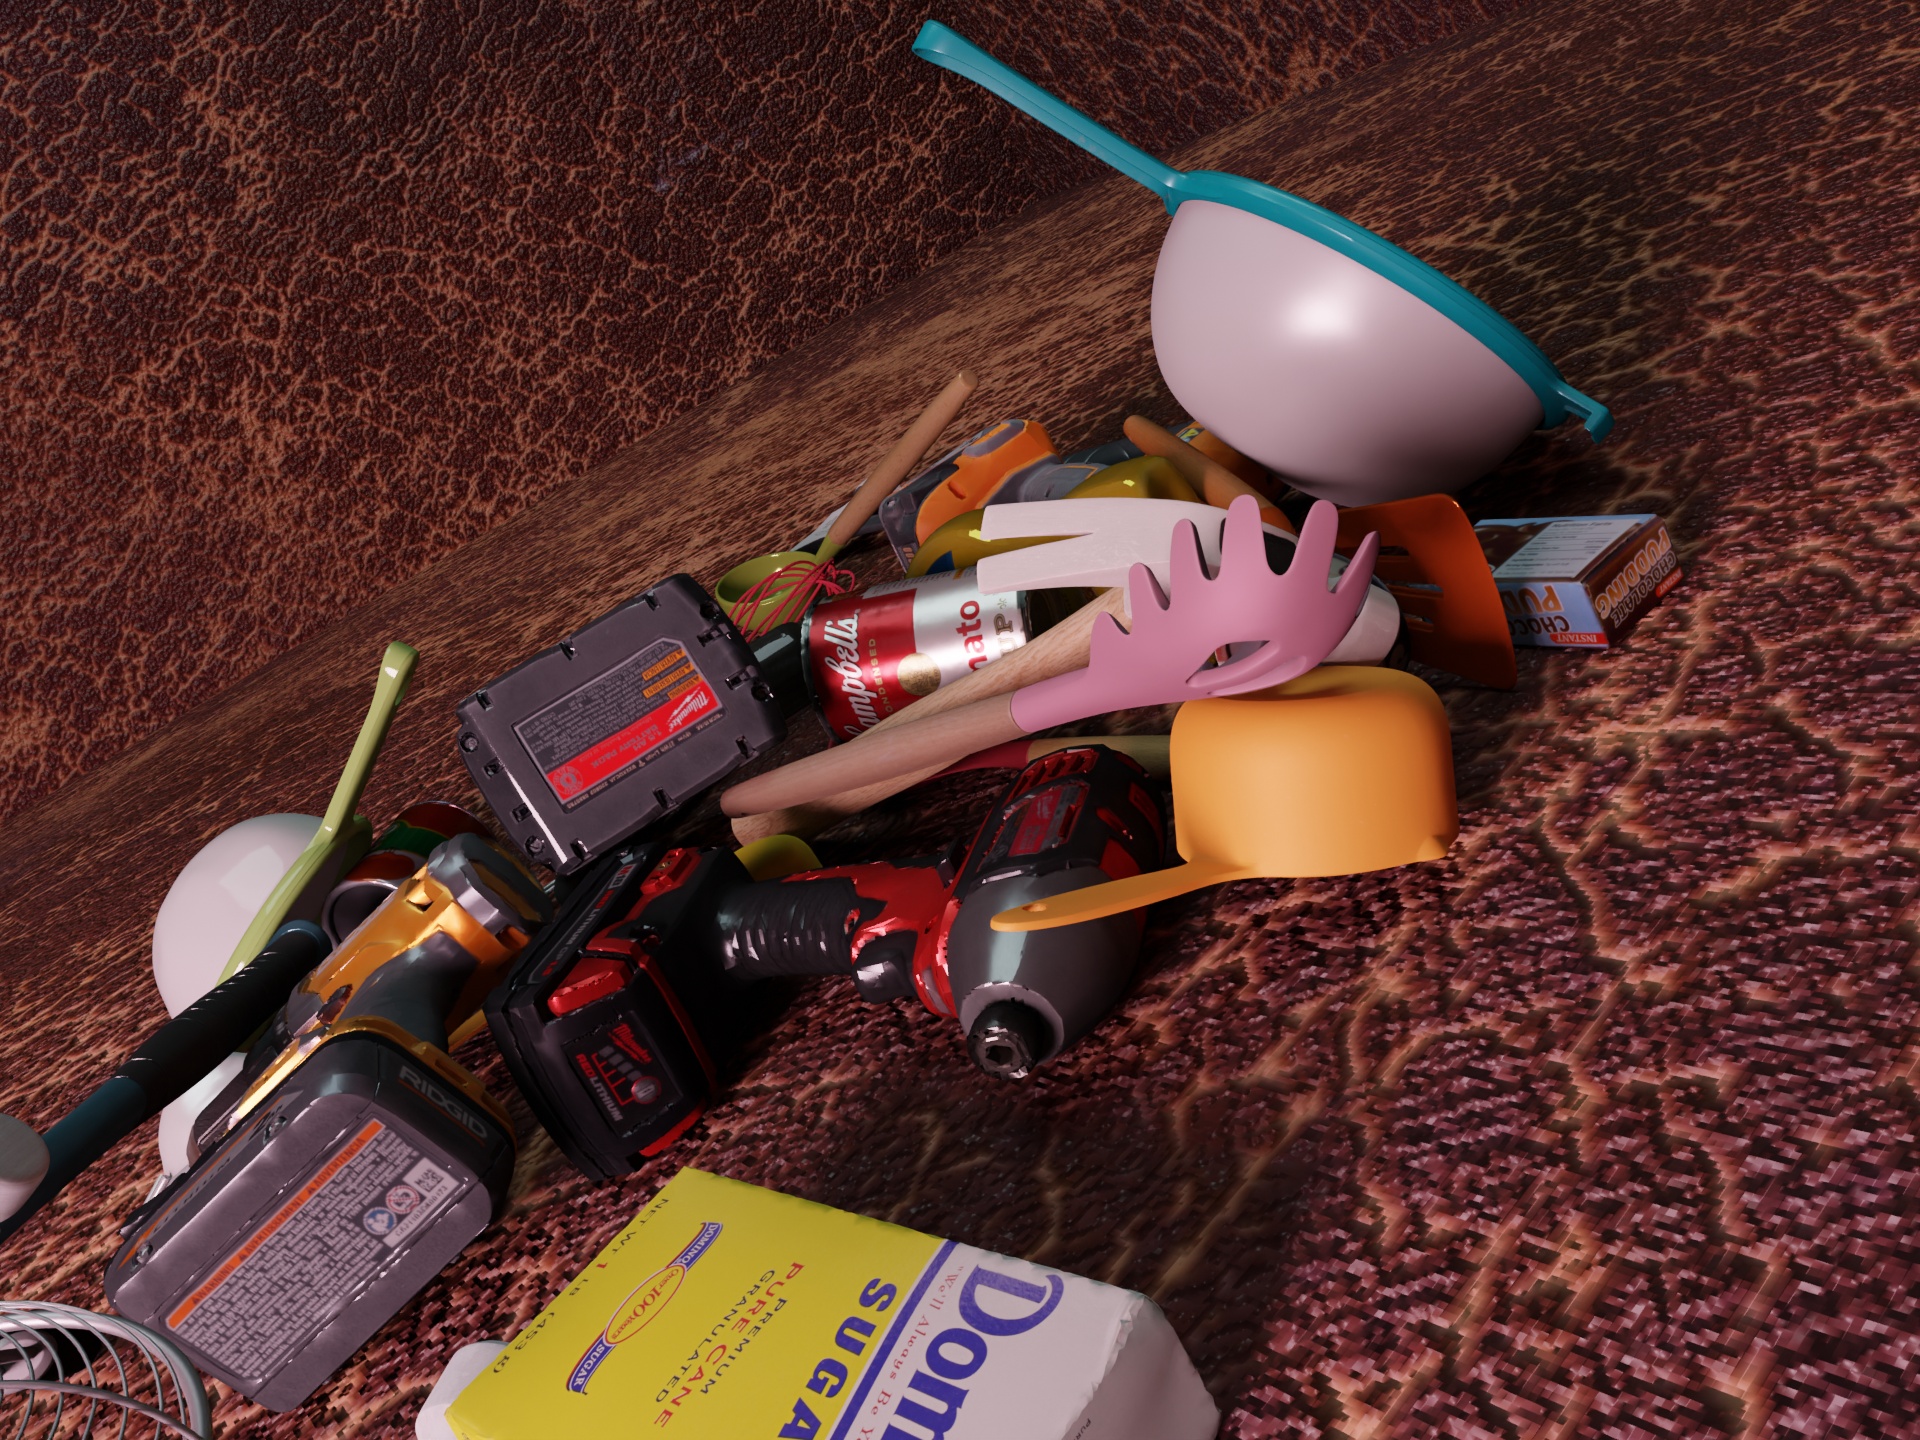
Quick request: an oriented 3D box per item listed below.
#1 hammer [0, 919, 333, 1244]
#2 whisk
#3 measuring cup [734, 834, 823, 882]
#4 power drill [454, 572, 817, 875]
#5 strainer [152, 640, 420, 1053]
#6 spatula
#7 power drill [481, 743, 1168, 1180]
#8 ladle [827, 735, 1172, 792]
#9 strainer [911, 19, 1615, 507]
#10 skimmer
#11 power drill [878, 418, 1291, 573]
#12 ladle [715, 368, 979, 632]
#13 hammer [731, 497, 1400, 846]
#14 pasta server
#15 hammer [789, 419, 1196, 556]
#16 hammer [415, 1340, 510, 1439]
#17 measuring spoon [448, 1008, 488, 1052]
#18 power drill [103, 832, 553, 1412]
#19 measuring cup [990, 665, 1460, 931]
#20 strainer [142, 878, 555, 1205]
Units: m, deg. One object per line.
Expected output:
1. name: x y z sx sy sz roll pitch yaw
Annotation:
1. hammer: -0.315 0.142 0.607 0.128 0.033 0.331 -50 7 7
2. whisk: -0.138 0.001 0.902 0.073 0.073 0.296 -12 32 39
3. measuring cup: -0.118 0.072 0.724 0.062 0.029 0.156 -40 24 -31
4. power drill: -0.129 -0.001 0.726 0.188 0.080 0.226 -32 0 -10
5. strainer: -0.353 0.060 0.818 0.256 0.069 0.151 -61 6 18
6. spatula: 0.131 -0.094 0.681 0.041 0.081 0.323 -28 26 0
7. power drill: -0.041 0.082 0.539 0.219 0.078 0.143 -16 22 23
8. ladle: 0.051 0.013 0.656 0.315 0.031 0.069 0 37 50
9. strainer: 0.111 -0.188 0.728 0.095 0.340 0.211 -60 12 8
10. skimmer: -0.271 0.213 0.452 0.127 0.090 0.363 -21 -9 -26
11. power drill: 0.054 -0.109 0.883 0.164 0.084 0.227 -39 26 -28
12. ladle: -0.075 -0.139 1.012 0.078 0.062 0.320 -40 0 -36
13. hammer: -0.001 -0.002 0.617 0.331 0.130 0.031 -29 49 49
14. pasta server: 0.006 -0.005 0.543 0.316 0.060 0.040 -18 57 49
15. hammer: 0.031 -0.159 1.103 0.409 0.036 0.149 -6 30 46
16. hammer: -0.304 0.274 0.460 0.405 0.035 0.144 -19 21 23
17. measuring spoon: -0.216 0.140 0.723 0.021 0.011 0.117 -7 24 49
18. power drill: -0.240 0.150 0.598 0.185 0.084 0.226 -44 19 4
19. measuring cup: 0.076 0.020 0.472 0.173 0.052 0.095 -12 11 -36
20. strainer: -0.295 0.145 0.772 0.258 0.050 0.087 -37 6 -32
